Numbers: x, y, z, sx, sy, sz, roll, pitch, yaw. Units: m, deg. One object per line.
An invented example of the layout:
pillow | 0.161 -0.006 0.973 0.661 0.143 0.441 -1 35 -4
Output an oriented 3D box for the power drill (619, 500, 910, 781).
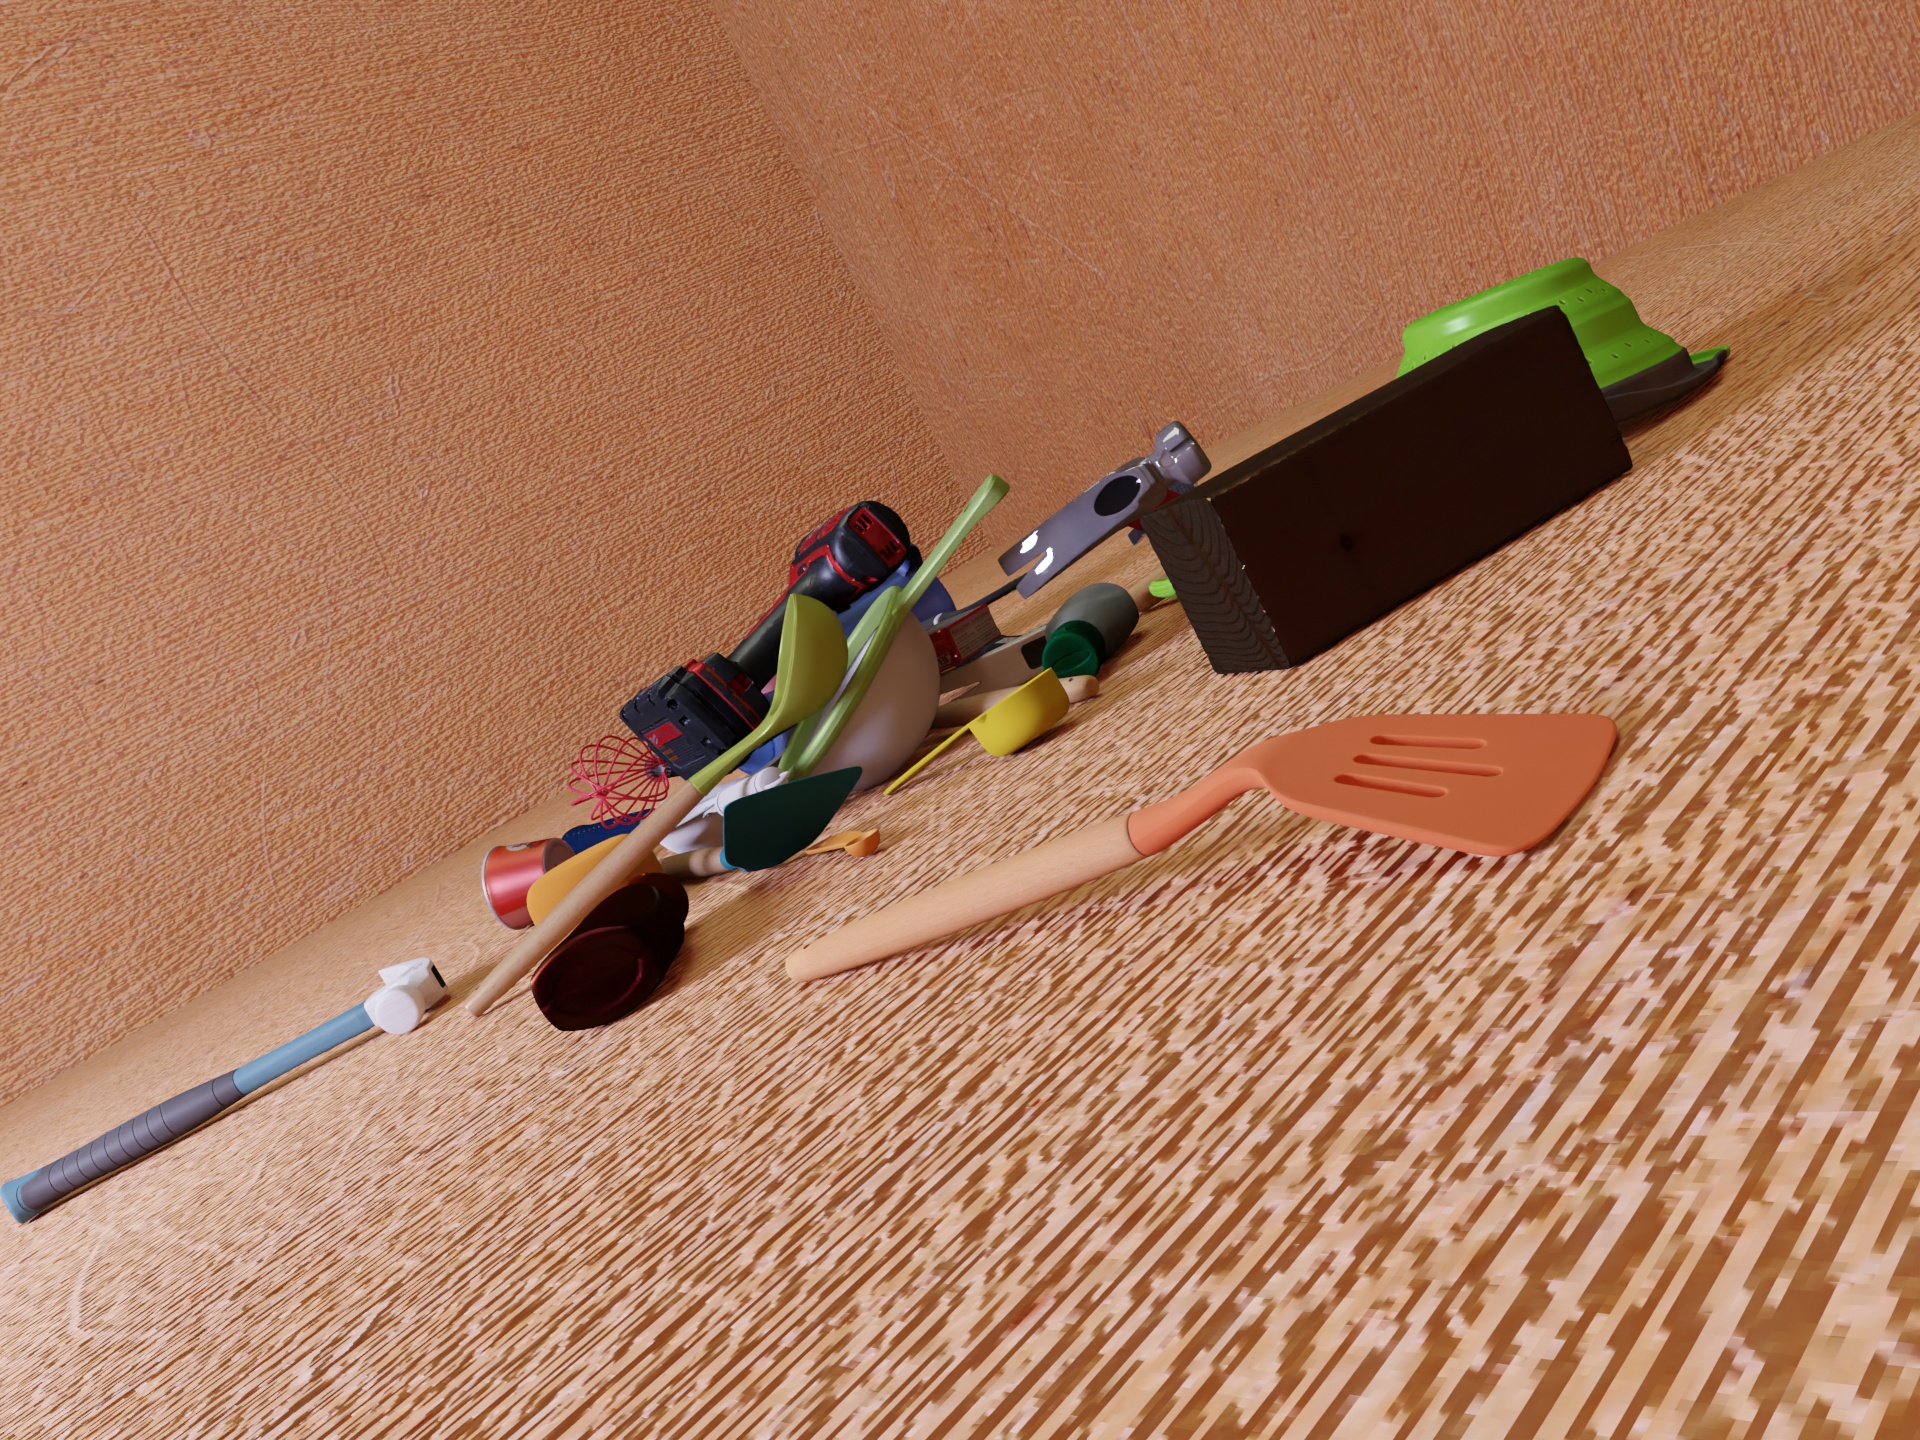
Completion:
power drill | -0.135 -0.060 1.133 0.220 0.078 0.143 -50 14 -23

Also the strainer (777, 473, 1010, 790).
strainer | -0.026 -0.044 1.010 0.256 0.069 0.152 -51 13 30

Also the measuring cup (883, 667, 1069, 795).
measuring cup | 0.006 0.019 0.916 0.062 0.029 0.156 -35 -2 -46

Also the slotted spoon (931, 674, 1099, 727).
slotted spoon | -0.002 -0.003 1.060 0.070 0.031 0.314 -41 14 -27

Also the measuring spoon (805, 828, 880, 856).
measuring spoon | -0.064 0.069 0.854 0.021 0.011 0.117 -30 4 -19

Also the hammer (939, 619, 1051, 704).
hammer | 0.026 -0.054 1.287 0.146 0.035 0.335 -28 7 -7

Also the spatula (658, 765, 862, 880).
spatula | -0.151 0.076 0.987 0.082 0.044 0.317 -15 -1 -28

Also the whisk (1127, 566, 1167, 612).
whisk | 0.195 -0.134 1.103 0.051 0.047 0.245 -17 -11 -37

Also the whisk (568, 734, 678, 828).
whisk | -0.252 0.040 1.292 0.073 0.073 0.296 -27 1 5

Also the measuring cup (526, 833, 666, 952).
measuring cup | -0.257 0.117 1.044 0.095 0.052 0.173 -33 11 -39

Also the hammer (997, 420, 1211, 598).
hammer | 0.141 -0.138 1.146 0.143 0.038 0.386 -36 -8 17

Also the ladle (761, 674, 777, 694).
ladle | -0.197 -0.011 1.325 0.069 0.031 0.315 -34 5 -31

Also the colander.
colander | 0.262 -0.180 0.917 0.397 0.094 0.204 -25 8 -21

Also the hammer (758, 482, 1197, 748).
hammer | 0.003 -0.089 1.300 0.409 0.036 0.149 -30 -2 -6

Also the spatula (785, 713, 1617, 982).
spatula | 0.045 0.051 0.511 0.322 0.041 0.081 -27 6 43

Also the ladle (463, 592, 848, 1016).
ladle | -0.186 0.051 0.954 0.320 0.062 0.078 -45 11 -5

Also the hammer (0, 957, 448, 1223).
hammer | -0.500 0.252 1.082 0.331 0.033 0.128 -28 8 -1

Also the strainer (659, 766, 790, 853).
strainer | -0.154 0.058 1.049 0.087 0.050 0.258 -32 3 -25

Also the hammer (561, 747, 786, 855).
hammer | -0.253 0.082 1.356 0.144 0.035 0.405 -33 8 -32
